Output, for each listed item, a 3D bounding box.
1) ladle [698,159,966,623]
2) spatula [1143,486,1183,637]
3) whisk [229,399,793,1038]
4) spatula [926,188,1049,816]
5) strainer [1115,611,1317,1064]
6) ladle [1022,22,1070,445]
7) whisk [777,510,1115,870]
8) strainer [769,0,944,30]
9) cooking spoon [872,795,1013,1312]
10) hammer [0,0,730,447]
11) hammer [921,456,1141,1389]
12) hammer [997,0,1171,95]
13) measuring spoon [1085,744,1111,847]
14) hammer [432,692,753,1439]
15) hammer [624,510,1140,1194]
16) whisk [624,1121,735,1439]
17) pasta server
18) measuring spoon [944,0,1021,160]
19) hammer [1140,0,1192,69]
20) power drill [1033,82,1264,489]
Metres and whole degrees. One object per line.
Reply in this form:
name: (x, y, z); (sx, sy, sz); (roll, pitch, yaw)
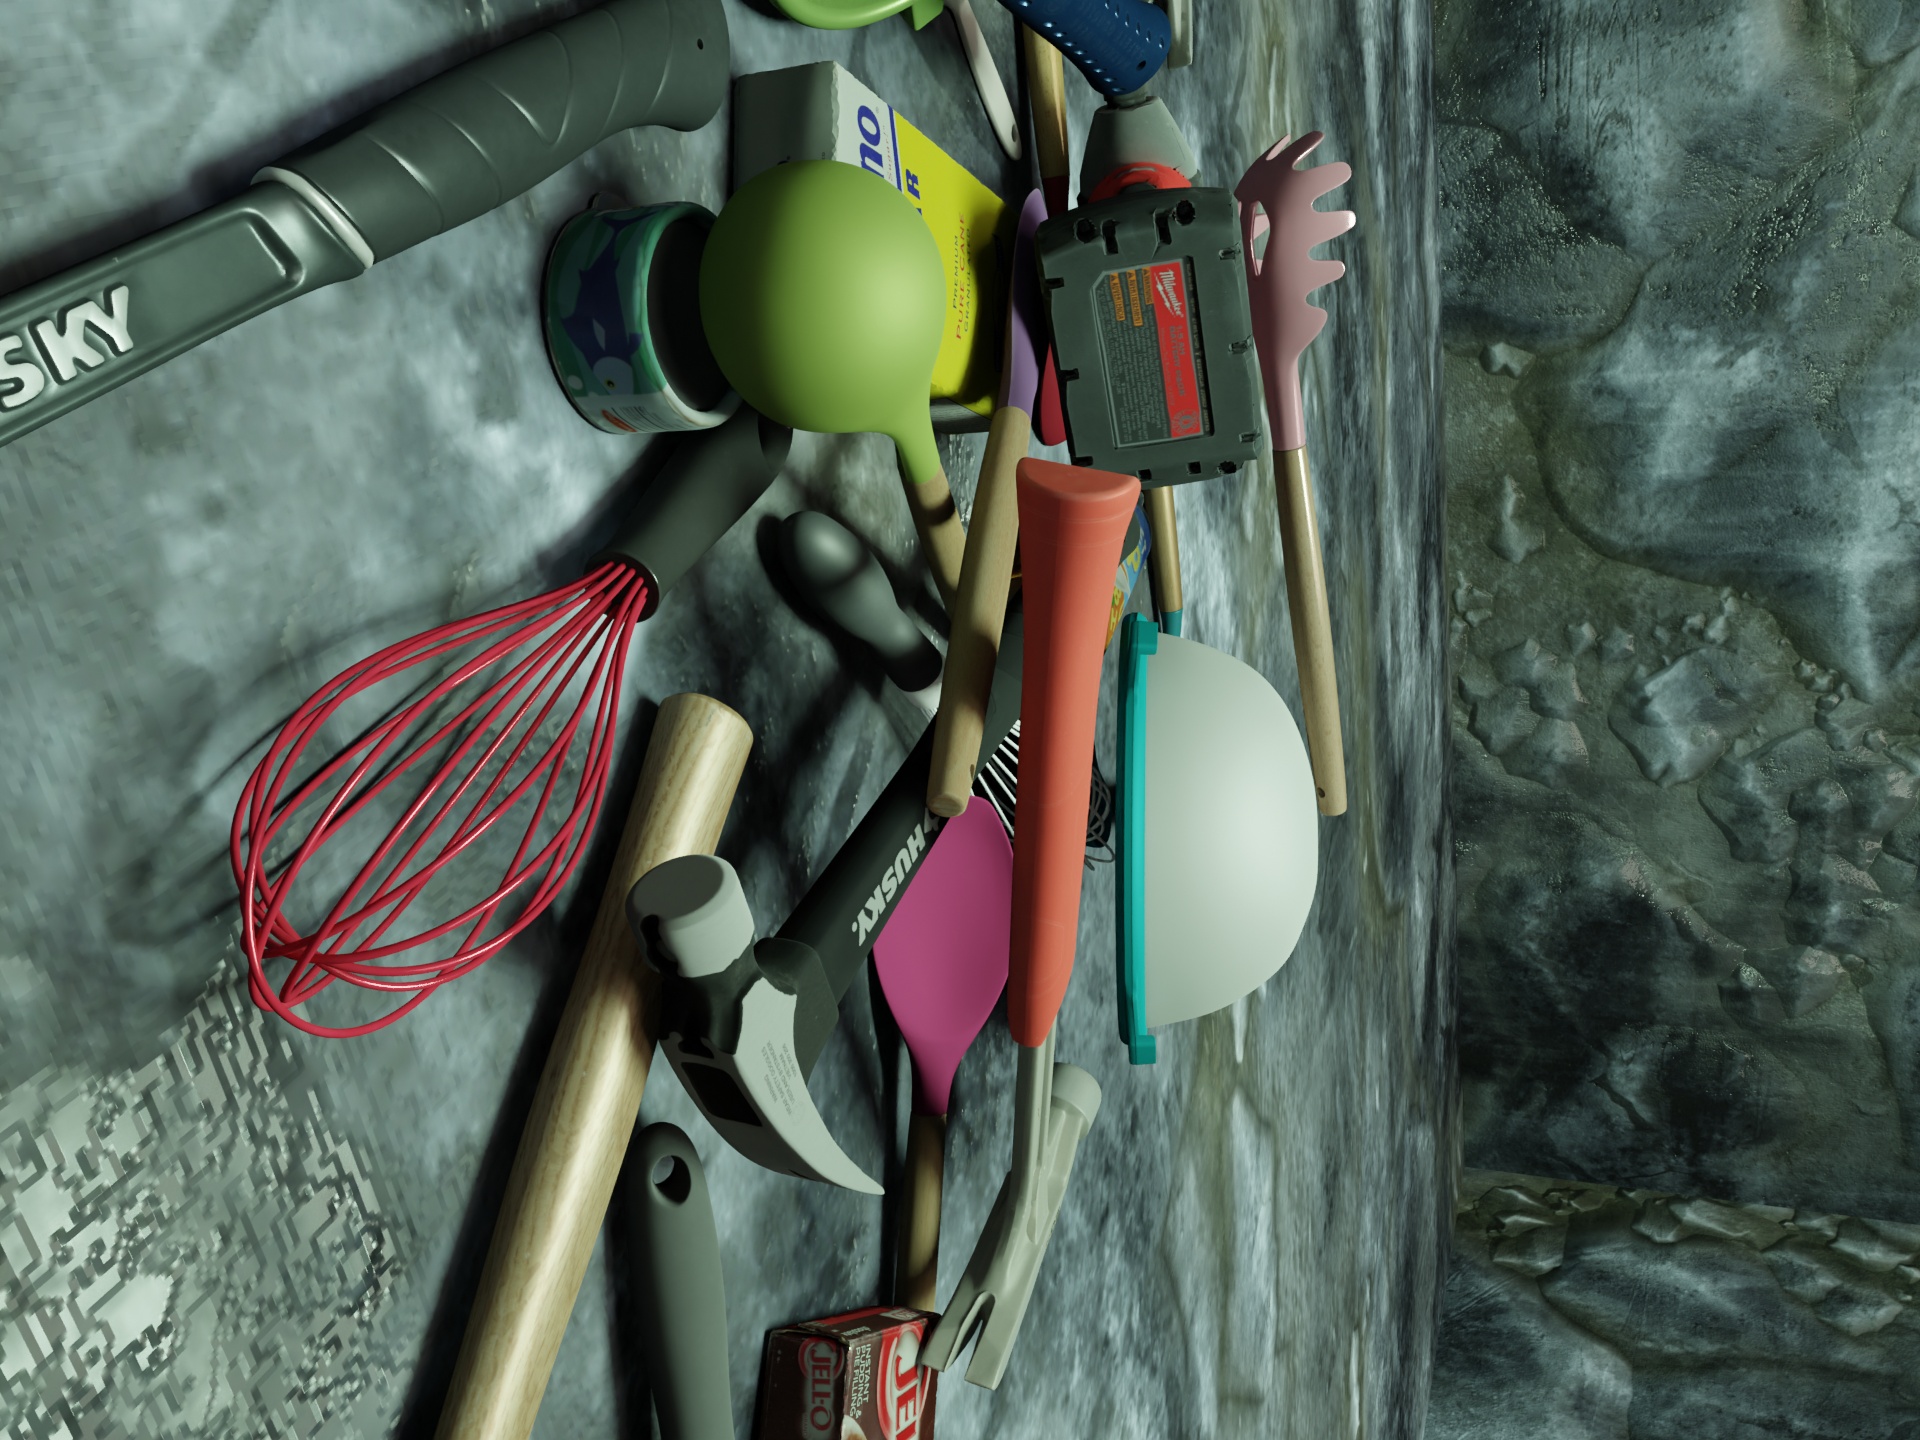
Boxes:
ladle: (-0.022, -0.087, 0.581); (0.078, 0.062, 0.320); (-59, 165, -11)
spatula: (0.141, -0.096, 1.003); (0.082, 0.044, 0.317); (-46, 131, -53)
whisk: (-0.099, -0.027, 0.430); (0.296, 0.073, 0.073); (-66, 149, -53)
spatula: (0.016, -0.096, 0.587); (0.059, 0.018, 0.316); (70, 22, -48)
strainer: (0.134, 0.052, 0.837); (0.340, 0.095, 0.211); (-5, 95, -81)
ladle: (0.044, -0.295, 0.787); (0.069, 0.031, 0.315); (-39, 125, -65)
whisk: (0.000, -0.003, 0.666); (0.284, 0.070, 0.070); (50, 46, -51)
strainer: (-0.061, -0.298, 0.487); (0.256, 0.069, 0.151); (-28, 161, -50)
cooking spoon: (-0.016, 0.189, 0.666); (0.068, 0.017, 0.319); (4, 90, -25)
hammer: (-0.150, -0.102, 0.330); (0.409, 0.036, 0.149); (-59, 142, -50)
hammer: (0.027, 0.076, 0.563); (0.149, 0.037, 0.358); (-59, 156, -49)
hammer: (-0.008, -0.265, 0.516); (0.144, 0.035, 0.405); (-48, 168, 21)
measuring spoon: (0.059, 0.006, 0.857); (0.042, 0.021, 0.128); (-12, 93, -66)
hammer: (-0.115, 0.141, 0.430); (0.129, 0.031, 0.331); (56, 41, -54)
hammer: (-0.001, 0.015, 0.577); (0.335, 0.035, 0.146); (-56, 141, -44)
whisk: (-0.083, 0.243, 0.499); (0.055, 0.055, 0.239); (-15, 100, -66)
pasta server: (0.160, -0.101, 0.730); (0.040, 0.060, 0.316); (-21, 113, -21)
measuring spoon: (0.014, -0.305, 0.723); (0.124, 0.018, 0.034); (58, 40, -54)
hammer: (0.022, -0.384, 0.680); (0.386, 0.038, 0.143); (-22, 109, -61)
power drill: (0.083, -0.200, 0.704); (0.220, 0.078, 0.143); (-80, 160, -60)
